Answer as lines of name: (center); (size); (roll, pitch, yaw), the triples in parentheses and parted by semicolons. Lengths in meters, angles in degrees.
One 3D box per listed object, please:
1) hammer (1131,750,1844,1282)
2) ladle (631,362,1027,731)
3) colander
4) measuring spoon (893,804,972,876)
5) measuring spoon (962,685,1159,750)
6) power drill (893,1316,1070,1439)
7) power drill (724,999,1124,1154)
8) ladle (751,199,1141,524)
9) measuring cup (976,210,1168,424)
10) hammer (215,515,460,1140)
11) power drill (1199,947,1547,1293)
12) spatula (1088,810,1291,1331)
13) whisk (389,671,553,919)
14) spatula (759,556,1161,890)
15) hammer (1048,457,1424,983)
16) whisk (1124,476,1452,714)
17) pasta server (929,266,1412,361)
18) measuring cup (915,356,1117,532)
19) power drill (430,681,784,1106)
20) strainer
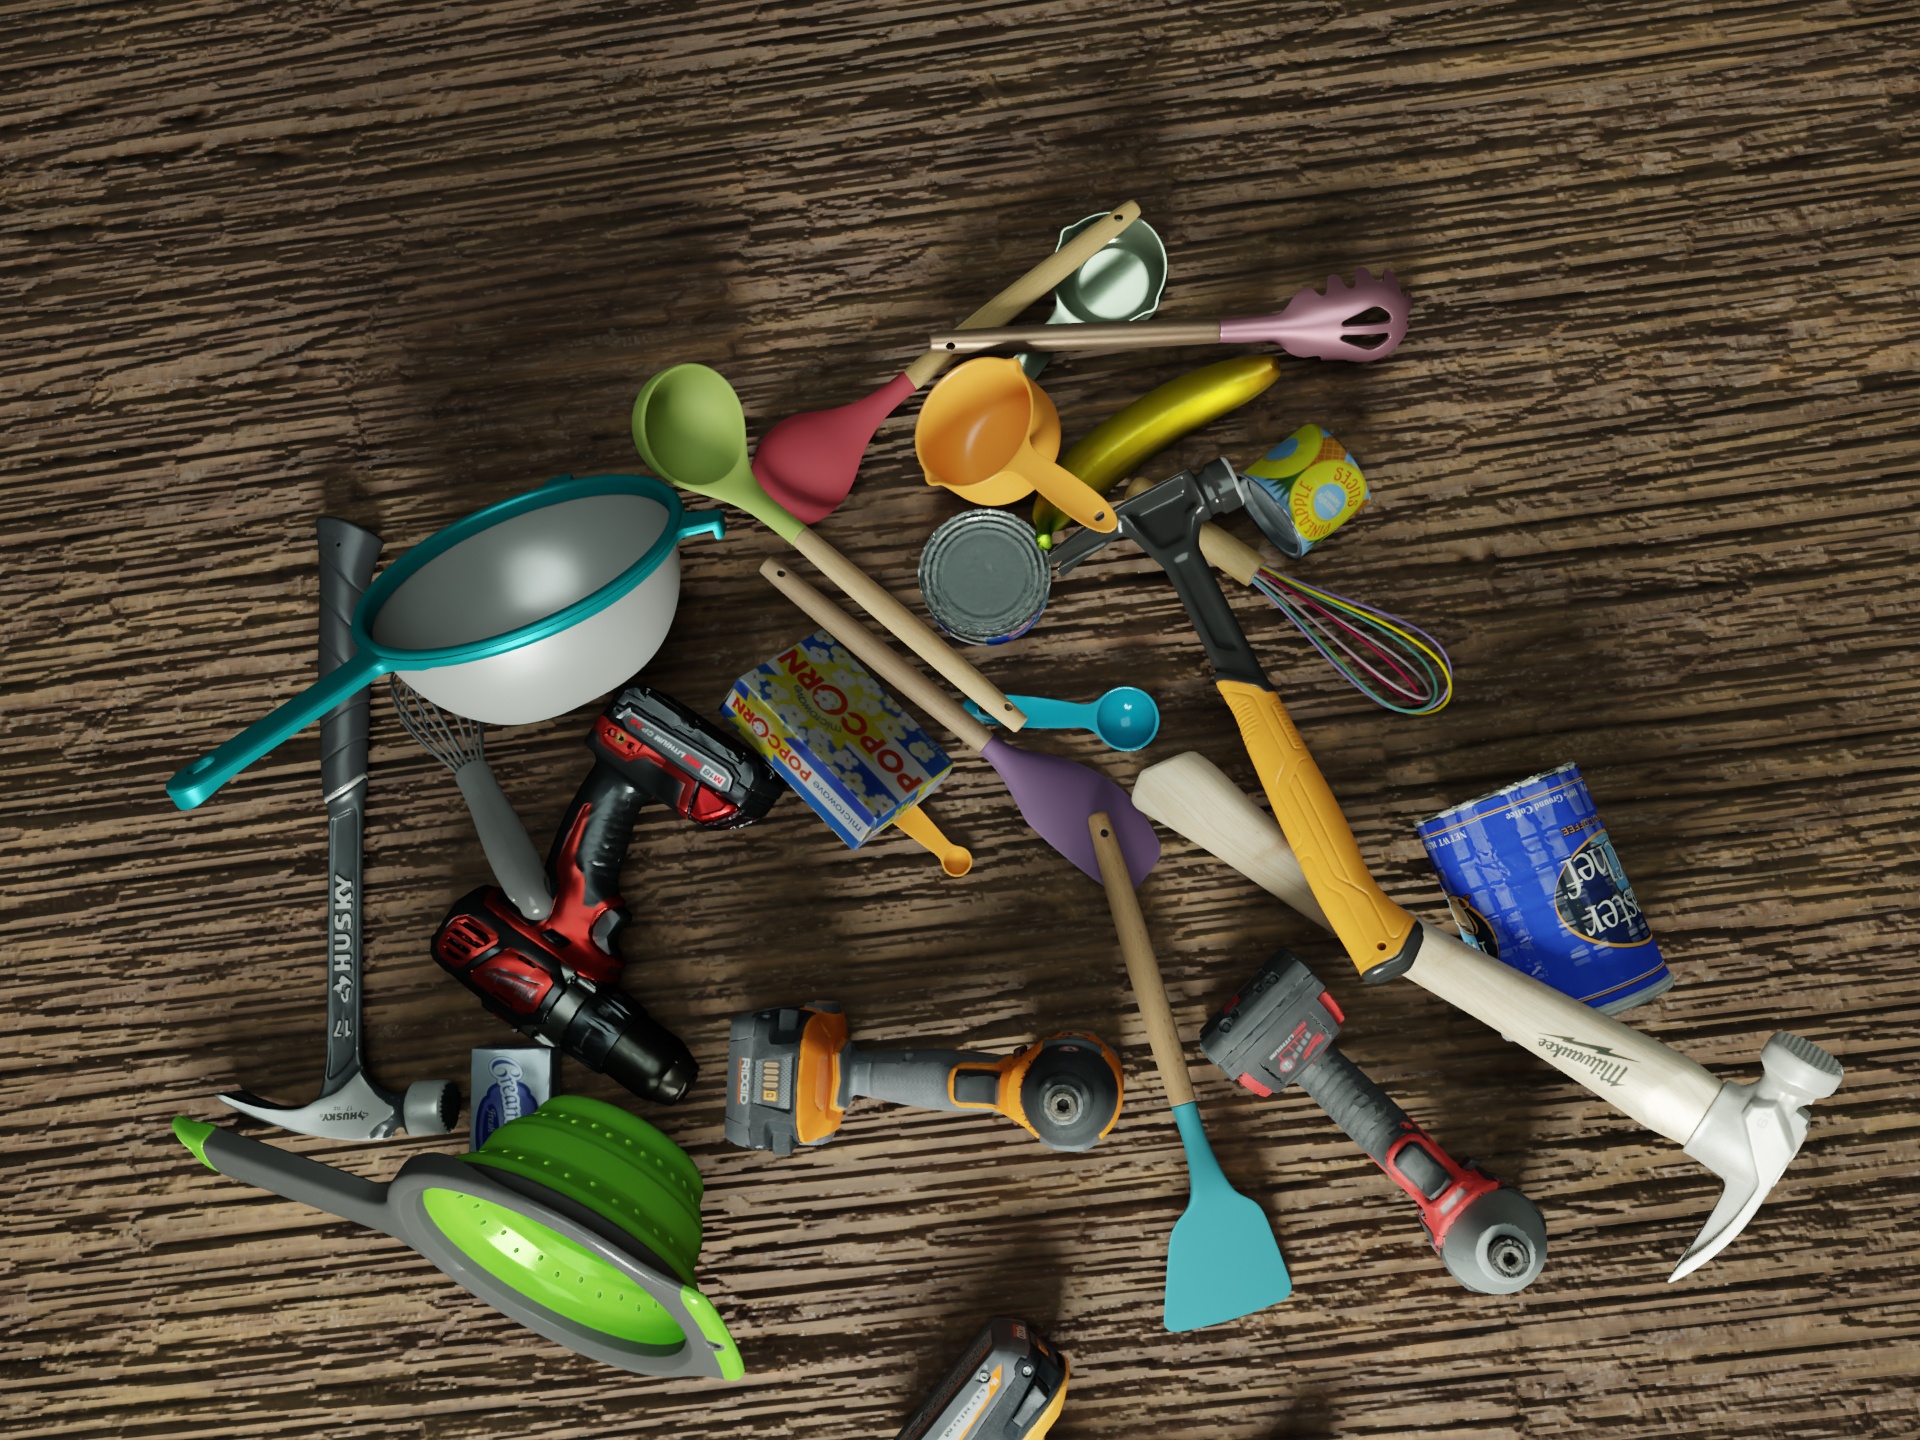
hammer: (0.268, 0.145, 0.920); (0.411, 0.038, 0.146); (32, 111, 28)
ladle: (-0.079, -0.105, 1.004); (0.320, 0.062, 0.078); (41, 62, 4)
colander: (-0.291, 0.269, 0.945); (0.397, 0.204, 0.095); (11, 48, 20)
measuring spoon: (-0.037, 0.059, 1.030); (0.117, 0.011, 0.021); (42, 84, 12)
measuring spoon: (0.066, -0.006, 1.031); (0.128, 0.021, 0.042); (4, 101, 13)
power drill: (0.091, 0.451, 0.930); (0.226, 0.084, 0.185); (40, 86, 4)
power drill: (-0.018, 0.212, 0.929); (0.226, 0.164, 0.084); (1, 82, 6)
ladle: (-0.011, -0.237, 1.038); (0.315, 0.031, 0.069); (-37, 87, 5)
measuring cup: (0.071, -0.260, 1.059); (0.083, 0.038, 0.167); (43, 99, 9)
hammer: (-0.406, 0.066, 1.039); (0.149, 0.036, 0.409); (-4, 81, 4)
power drill: (0.243, 0.236, 0.919); (0.220, 0.143, 0.078); (44, 91, 10)
spatula: (0.126, 0.211, 0.980); (0.082, 0.044, 0.318); (-14, 79, -7)
whisk: (-0.302, 0.036, 0.986); (0.055, 0.055, 0.239); (-36, 55, -2)
spatula: (-0.002, -0.003, 1.017); (0.316, 0.018, 0.060); (38, 72, 1)
hammer: (0.172, 0.003, 0.946); (0.127, 0.034, 0.337); (-26, 66, 7)
whisk: (0.206, -0.079, 1.020); (0.245, 0.047, 0.051); (36, 74, 12)
pasta server: (0.138, -0.252, 1.023); (0.316, 0.040, 0.060); (-3, 120, -1)
measuring cup: (0.047, -0.158, 0.995); (0.174, 0.052, 0.095); (42, 101, 32)
power drill: (-0.201, 0.111, 1.000); (0.188, 0.080, 0.227); (34, 88, 8)
strainer: (-0.299, -0.026, 0.954); (0.211, 0.095, 0.340); (18, 49, 43)
